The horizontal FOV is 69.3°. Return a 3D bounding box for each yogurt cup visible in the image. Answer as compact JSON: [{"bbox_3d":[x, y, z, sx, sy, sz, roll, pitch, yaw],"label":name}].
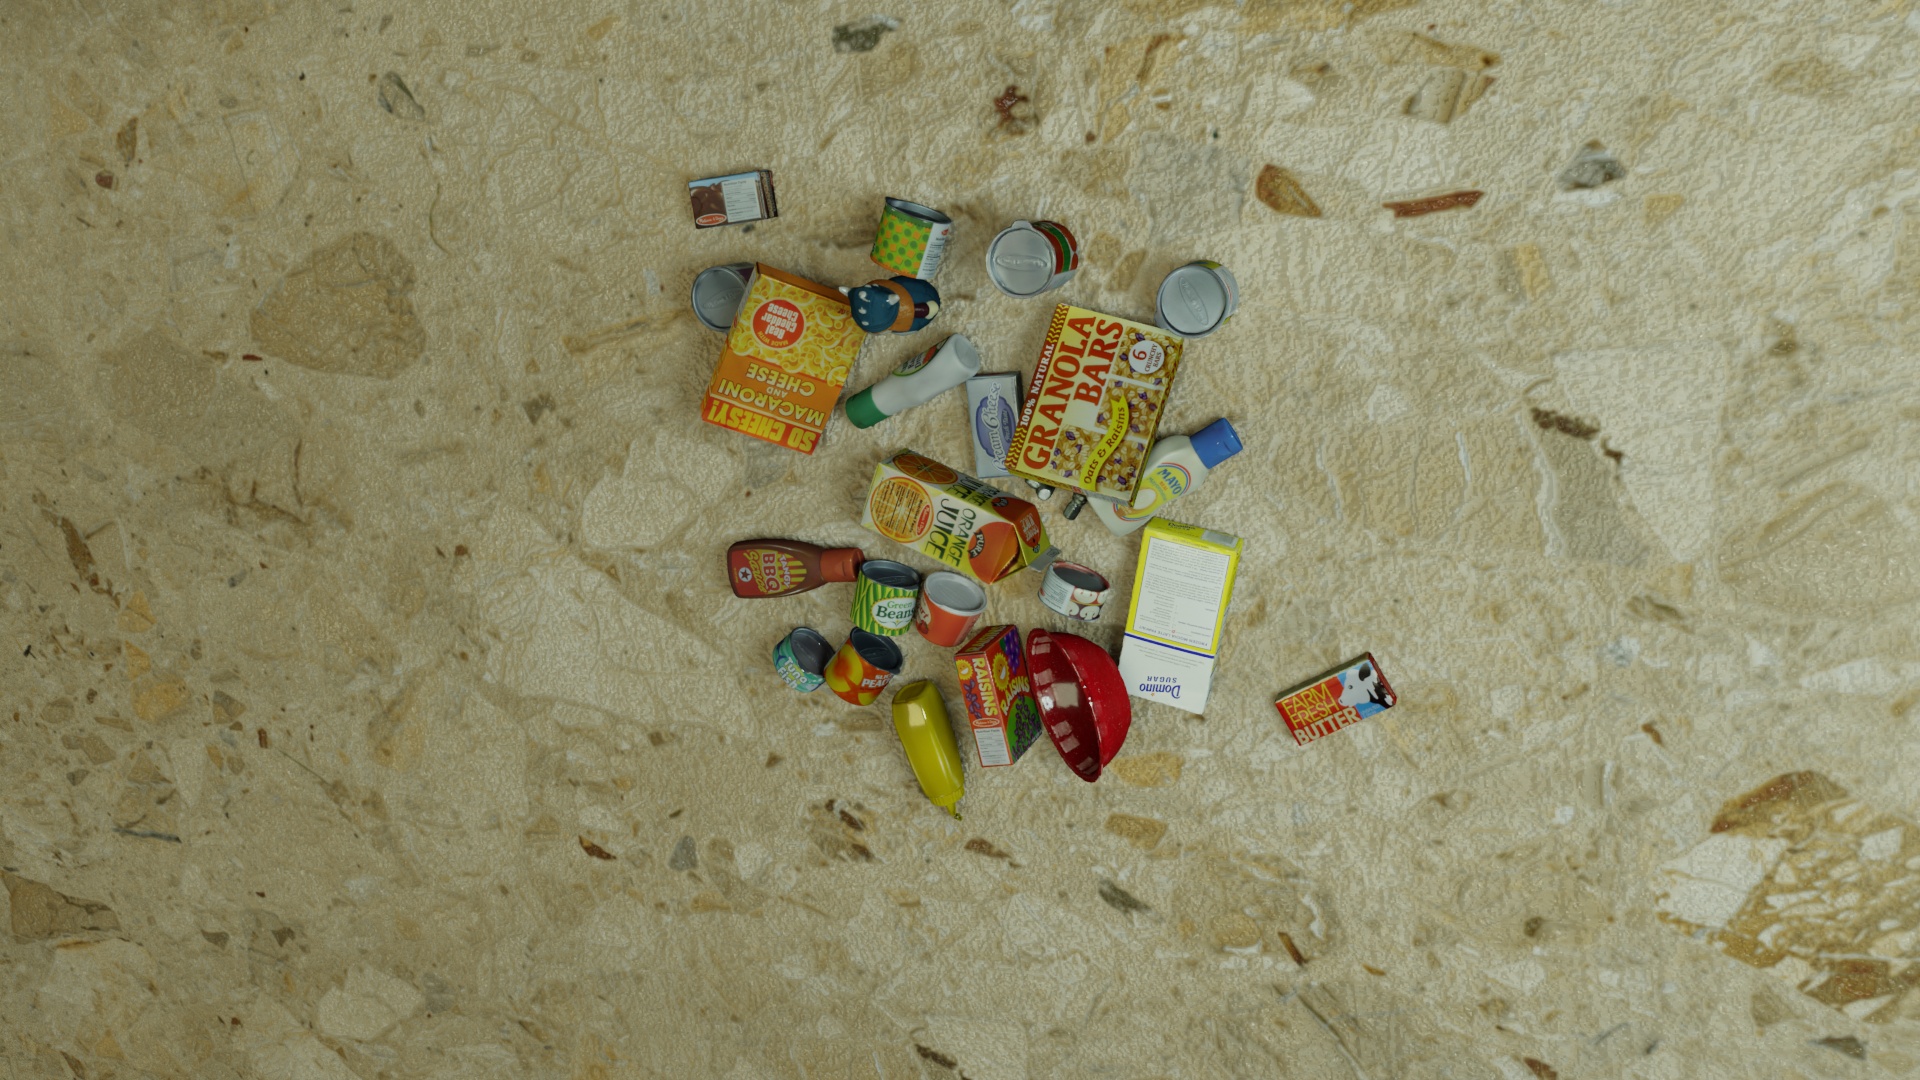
[{"bbox_3d":[-0.013,0.073,1.429,0.072,0.073,0.053,29,121,11],"label":"yogurt cup"}]

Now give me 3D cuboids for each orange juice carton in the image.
[{"bbox_3d":[0.005,-0.017,1.391,0.193,0.072,0.072,24,112,13],"label":"orange juice carton"}]

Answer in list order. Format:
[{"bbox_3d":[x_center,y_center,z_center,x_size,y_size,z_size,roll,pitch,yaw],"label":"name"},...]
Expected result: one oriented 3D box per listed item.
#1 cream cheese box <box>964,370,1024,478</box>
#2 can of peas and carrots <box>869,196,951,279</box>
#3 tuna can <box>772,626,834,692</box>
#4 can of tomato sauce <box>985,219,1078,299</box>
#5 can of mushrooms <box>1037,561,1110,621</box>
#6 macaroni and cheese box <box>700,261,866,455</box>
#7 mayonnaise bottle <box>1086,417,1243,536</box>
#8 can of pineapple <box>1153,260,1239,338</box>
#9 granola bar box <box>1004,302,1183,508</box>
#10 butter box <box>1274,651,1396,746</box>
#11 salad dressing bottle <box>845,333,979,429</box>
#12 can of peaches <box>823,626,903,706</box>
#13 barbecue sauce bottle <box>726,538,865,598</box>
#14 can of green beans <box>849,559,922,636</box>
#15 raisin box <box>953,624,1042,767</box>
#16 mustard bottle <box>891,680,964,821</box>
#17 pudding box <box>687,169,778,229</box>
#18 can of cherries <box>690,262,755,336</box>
[{"bbox_3d":[0.038,-0.114,1.377,0.053,0.024,0.103,-2,104,22],"label":"cream cheese box"},{"bbox_3d":[-0.051,-0.291,1.338,0.071,0.071,0.058,24,113,13],"label":"can of peas and carrots"},{"bbox_3d":[-0.169,0.130,1.500,0.032,0.071,0.071,-41,89,27],"label":"tuna can"},{"bbox_3d":[0.068,-0.264,1.291,0.071,0.083,0.071,6,107,19],"label":"can of tomato sauce"},{"bbox_3d":[0.114,0.050,1.374,0.071,0.071,0.033,24,111,13],"label":"can of mushrooms"},{"bbox_3d":[-0.176,-0.181,1.401,0.124,0.040,0.165,18,115,-20],"label":"macaroni and cheese box"},{"bbox_3d":[0.194,-0.064,1.314,0.148,0.041,0.064,-31,118,17],"label":"mayonnaise bottle"},{"bbox_3d":[0.214,-0.219,1.262,0.071,0.058,0.070,6,107,19],"label":"can of pineapple"},{"bbox_3d":[0.125,-0.126,1.293,0.124,0.039,0.165,17,81,14],"label":"granola bar box"},{"bbox_3d":[0.359,0.153,1.332,0.103,0.024,0.053,-30,92,25],"label":"butter box"},{"bbox_3d":[-0.050,-0.155,1.382,0.147,0.064,0.044,-25,113,33],"label":"salad dressing bottle"},{"bbox_3d":[-0.102,0.135,1.477,0.071,0.071,0.057,40,116,6],"label":"can of peaches"},{"bbox_3d":[-0.175,0.028,1.488,0.148,0.044,0.064,-3,102,21],"label":"barbecue sauce bottle"},{"bbox_3d":[-0.078,0.060,1.448,0.071,0.071,0.057,20,112,15],"label":"can of green beans"},{"bbox_3d":[0.039,0.158,1.420,0.040,0.086,0.123,-8,102,28],"label":"raisin box"},{"bbox_3d":[-0.028,0.231,1.481,0.049,0.065,0.160,-13,104,19],"label":"mustard bottle"},{"bbox_3d":[-0.231,-0.347,1.410,0.083,0.030,0.049,-3,105,22],"label":"pudding box"},{"bbox_3d":[-0.232,-0.247,1.423,0.071,0.058,0.071,5,107,18],"label":"can of cherries"}]
